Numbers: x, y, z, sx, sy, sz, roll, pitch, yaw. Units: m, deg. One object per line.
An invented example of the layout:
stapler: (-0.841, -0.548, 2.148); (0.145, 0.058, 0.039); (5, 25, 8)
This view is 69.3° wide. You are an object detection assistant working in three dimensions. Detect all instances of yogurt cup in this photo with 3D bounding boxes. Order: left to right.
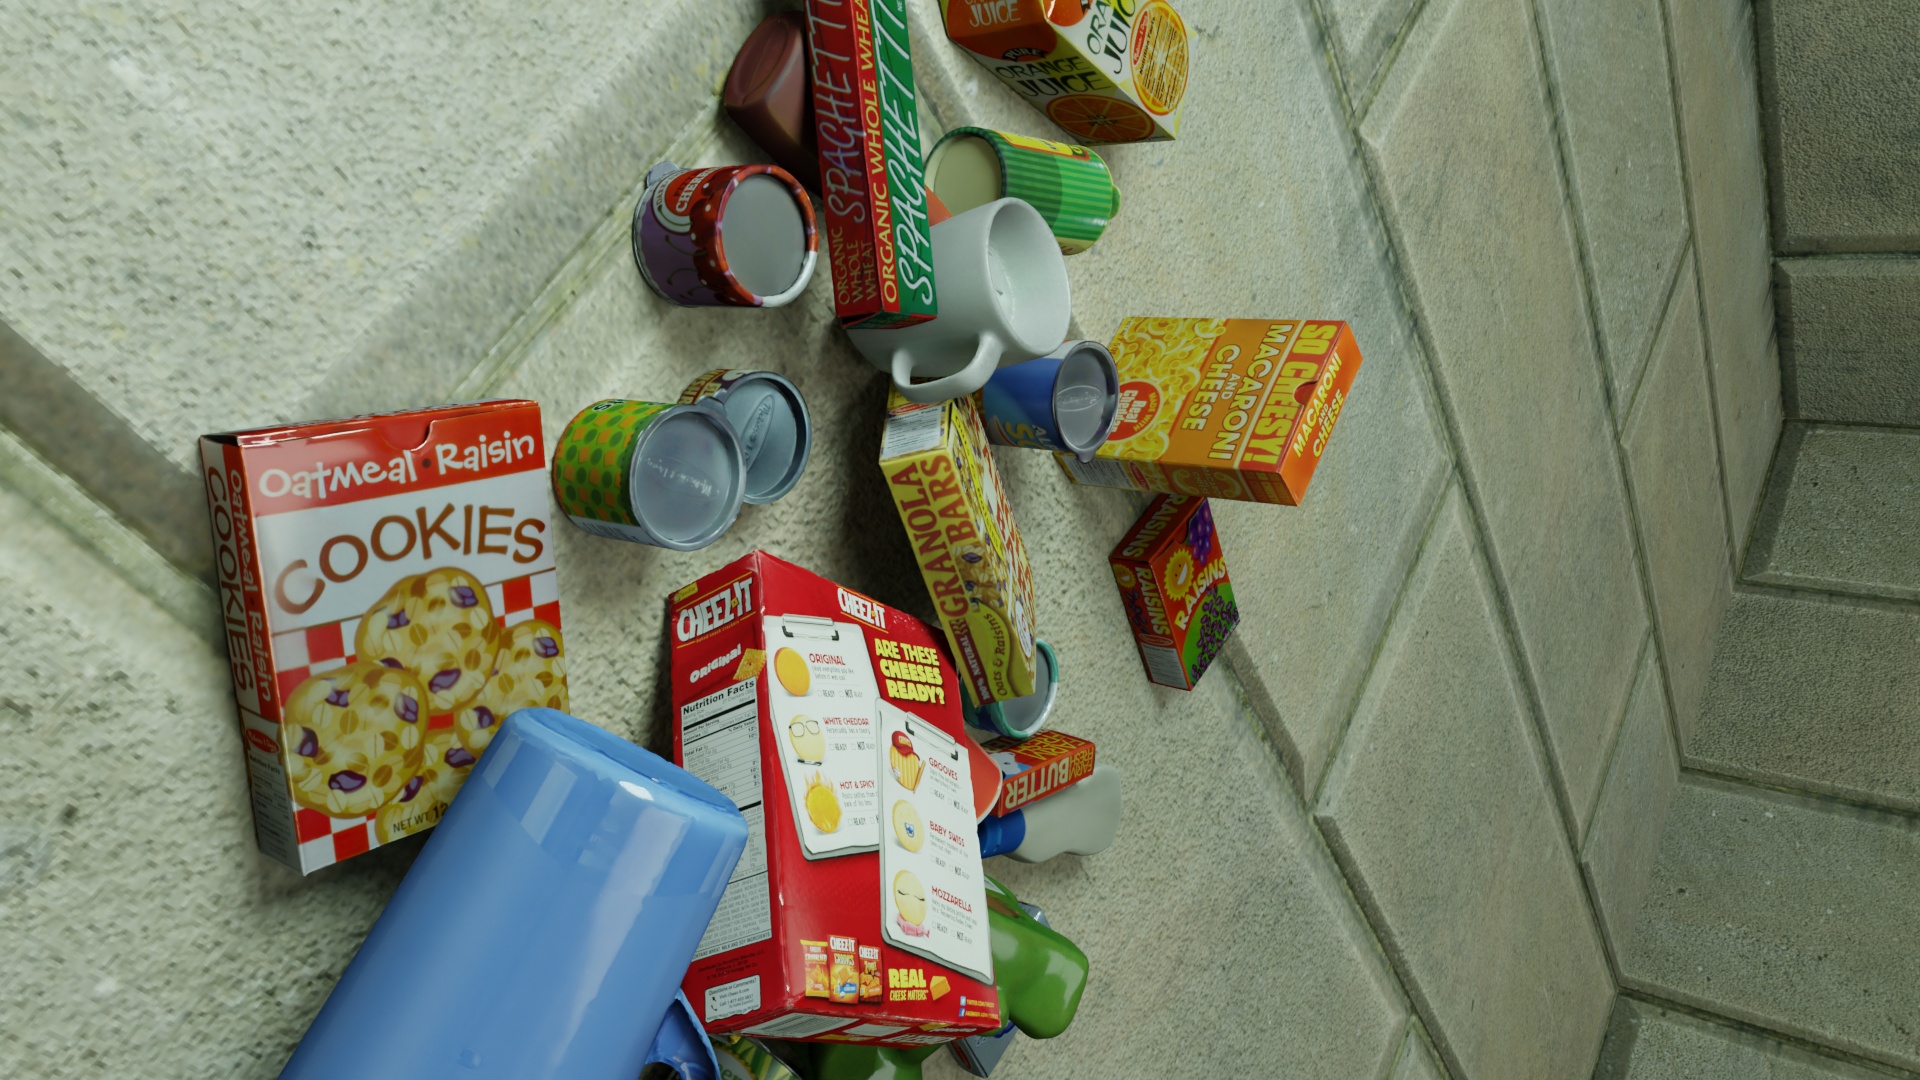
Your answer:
yogurt cup: (-0.017, 0.134, 0.811); (0.073, 0.072, 0.053); (-52, 125, -31)

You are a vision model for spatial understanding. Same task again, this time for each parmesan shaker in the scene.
parmesan shaker: (0.036, -0.202, 0.808); (0.103, 0.071, 0.071); (-8, 103, -50)

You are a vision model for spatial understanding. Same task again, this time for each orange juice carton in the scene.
orange juice carton: (0.060, -0.307, 0.819); (0.192, 0.072, 0.073); (19, 82, -51)

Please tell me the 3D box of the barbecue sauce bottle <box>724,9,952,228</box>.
barbecue sauce bottle: (-0.056, -0.200, 0.719); (0.148, 0.043, 0.065); (39, 63, -47)

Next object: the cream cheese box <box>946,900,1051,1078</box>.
cream cheese box: (0.028, 0.297, 0.923); (0.104, 0.024, 0.053); (-50, 132, -33)

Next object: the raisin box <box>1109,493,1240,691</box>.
raisin box: (0.161, 0.037, 1.029); (0.086, 0.040, 0.123); (-46, 128, -35)

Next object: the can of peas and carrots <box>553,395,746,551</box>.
can of peas and carrots: (-0.141, -0.033, 0.632); (0.071, 0.059, 0.070); (-11, 105, -50)

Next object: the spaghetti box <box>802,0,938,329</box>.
spaghetti box: (-0.047, -0.227, 0.667); (0.050, 0.028, 0.249); (-8, 93, -57)

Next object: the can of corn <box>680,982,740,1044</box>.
can of corn: (-0.122, 0.205, 0.690); (0.058, 0.071, 0.071); (-53, 133, -30)

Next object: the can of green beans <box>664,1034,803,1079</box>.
can of green beans: (-0.120, 0.288, 0.708); (0.058, 0.071, 0.071); (-52, 133, -31)

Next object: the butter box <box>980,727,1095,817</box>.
butter box: (0.036, 0.145, 0.884); (0.104, 0.053, 0.024); (-11, 107, -49)

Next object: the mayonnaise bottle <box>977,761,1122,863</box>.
mayonnaise bottle: (0.051, 0.183, 0.920); (0.148, 0.041, 0.064); (3, 93, -50)

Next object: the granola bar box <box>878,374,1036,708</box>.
granola bar box: (0.003, -0.010, 0.779); (0.125, 0.039, 0.164); (-88, 161, -57)

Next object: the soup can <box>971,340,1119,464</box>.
soup can: (0.042, -0.084, 0.826); (0.071, 0.084, 0.071); (-12, 106, -49)

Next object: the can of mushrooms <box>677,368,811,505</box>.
can of mushrooms: (-0.110, -0.053, 0.687); (0.071, 0.033, 0.071); (-13, 107, -49)

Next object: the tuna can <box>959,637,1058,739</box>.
tuna can: (0.031, 0.090, 0.883); (0.071, 0.033, 0.071); (-13, 107, -49)

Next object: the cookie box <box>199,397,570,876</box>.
cookie box: (-0.223, 0.032, 0.557); (0.123, 0.040, 0.167); (-16, 109, -48)

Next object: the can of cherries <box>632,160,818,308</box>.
can of cherries: (-0.110, -0.144, 0.650); (0.072, 0.058, 0.071); (-13, 107, -49)

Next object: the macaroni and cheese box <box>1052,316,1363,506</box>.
macaroni and cheese box: (0.159, -0.088, 0.903); (0.040, 0.166, 0.124); (51, 58, -41)
